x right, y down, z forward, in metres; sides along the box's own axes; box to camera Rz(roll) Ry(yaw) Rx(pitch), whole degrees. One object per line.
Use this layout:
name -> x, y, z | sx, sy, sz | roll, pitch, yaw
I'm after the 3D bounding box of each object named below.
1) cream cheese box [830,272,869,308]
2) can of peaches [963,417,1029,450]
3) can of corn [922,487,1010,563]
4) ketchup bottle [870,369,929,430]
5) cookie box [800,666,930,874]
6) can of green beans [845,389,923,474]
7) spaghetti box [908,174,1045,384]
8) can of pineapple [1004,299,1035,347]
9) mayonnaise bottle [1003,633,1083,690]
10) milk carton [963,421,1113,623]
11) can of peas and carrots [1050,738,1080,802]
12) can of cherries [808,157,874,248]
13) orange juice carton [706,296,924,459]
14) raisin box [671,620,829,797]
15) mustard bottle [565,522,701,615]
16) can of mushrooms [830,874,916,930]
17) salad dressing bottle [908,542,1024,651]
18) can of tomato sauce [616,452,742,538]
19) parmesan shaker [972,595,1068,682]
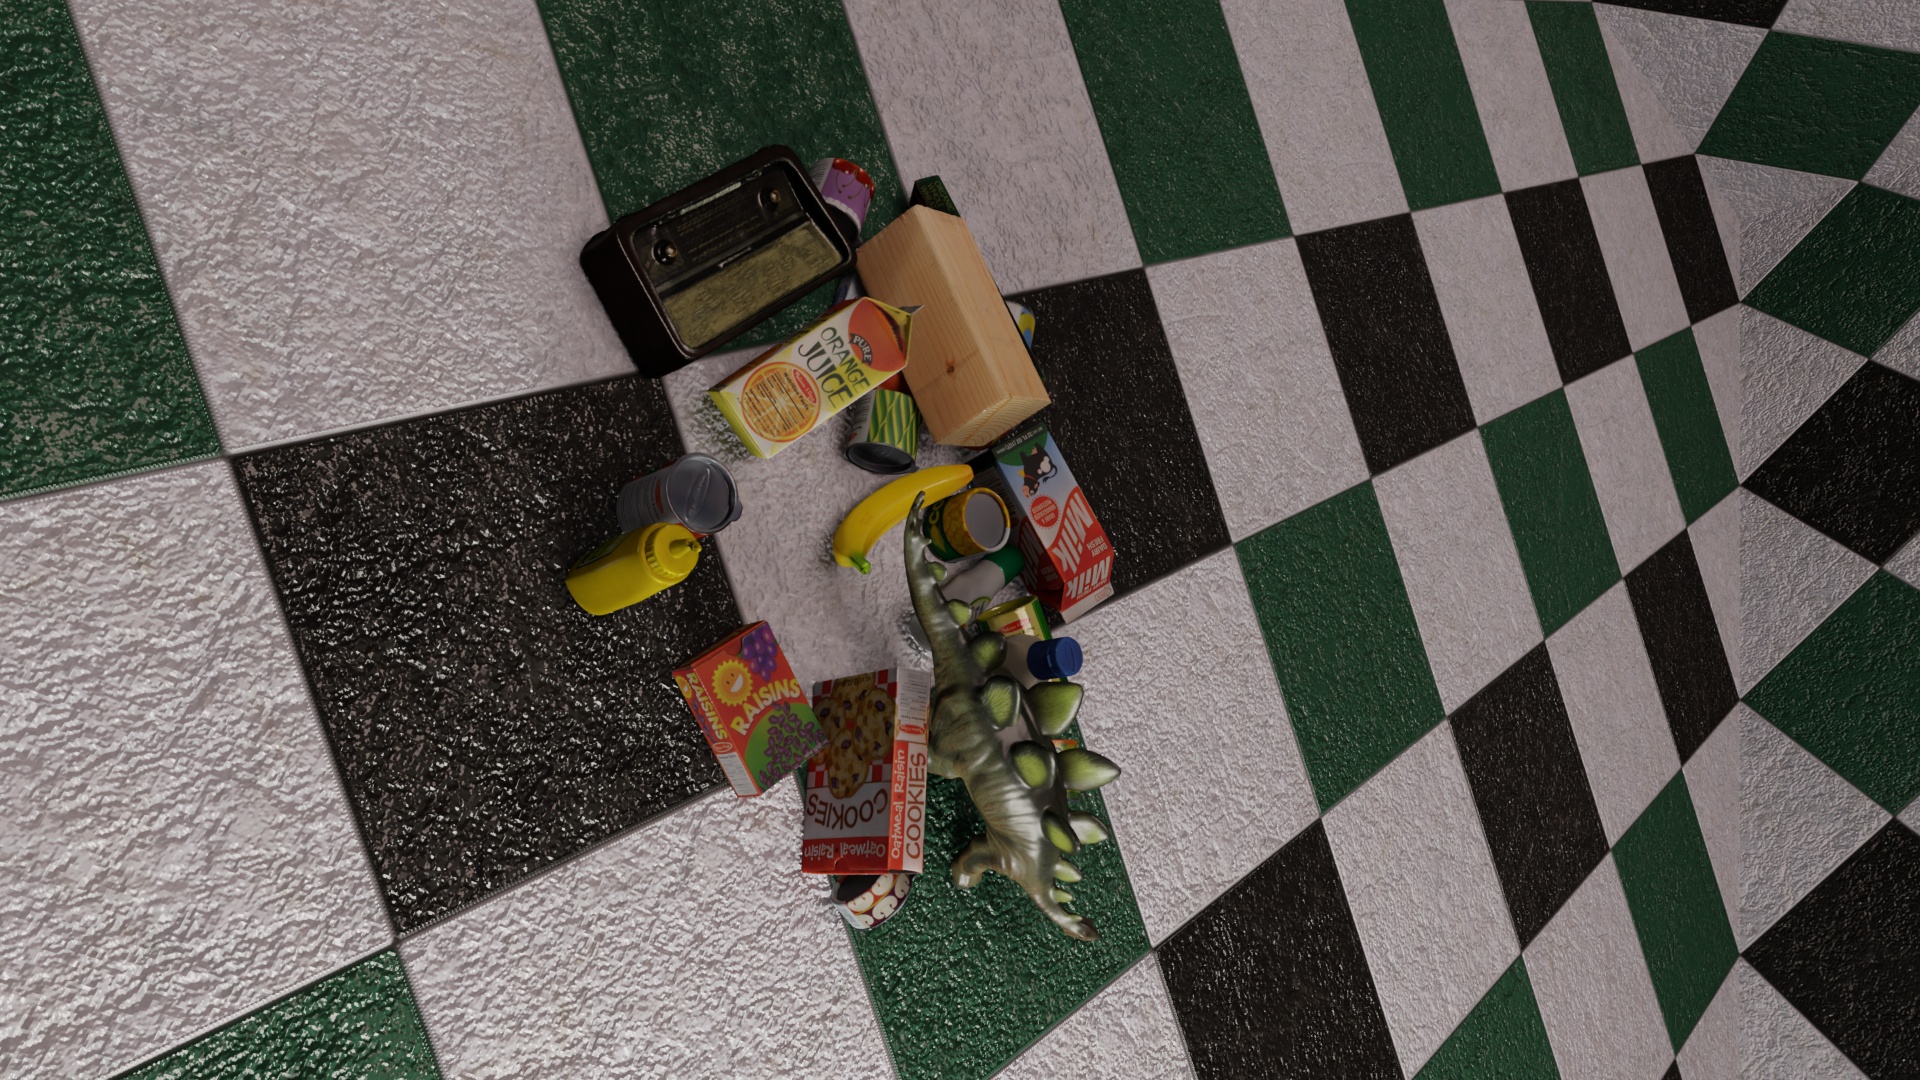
cream cheese box -> -0.079, -0.210, 1.354 | 0.103, 0.024, 0.053 | 34, 57, -32
can of peaches -> 0.026, -0.130, 1.399 | 0.058, 0.071, 0.071 | -38, 105, -41
can of corn -> 0.005, -0.017, 1.357 | 0.071, 0.058, 0.071 | 13, 71, -40
ketchup bottle -> -0.074, -0.158, 1.323 | 0.148, 0.065, 0.043 | 36, 98, -35
cookie box -> -0.081, 0.198, 1.177 | 0.040, 0.122, 0.168 | 16, 69, -38
can of green beans -> -0.070, -0.102, 1.305 | 0.071, 0.071, 0.058 | 26, 62, -35
spaghetti box -> 0.014, -0.249, 1.382 | 0.029, 0.050, 0.250 | -22, 75, -16
can of pineapple -> 0.041, -0.206, 1.436 | 0.071, 0.071, 0.058 | 28, 62, -35
mayonnaise bottle -> 0.050, 0.117, 1.301 | 0.041, 0.147, 0.065 | -10, 86, -44
milk carton -> 0.086, -0.015, 1.397 | 0.072, 0.073, 0.190 | -30, 92, -29
can of peas and carrots -> 0.082, 0.226, 1.357 | 0.071, 0.071, 0.059 | 12, 71, -40
can of cherries -> -0.118, -0.318, 1.319 | 0.071, 0.071, 0.058 | 34, 57, -32
orange juice carton -> -0.118, -0.154, 1.216 | 0.193, 0.072, 0.073 | -36, 106, -13
raisin box -> -0.175, 0.141, 1.164 | 0.086, 0.040, 0.123 | -33, 101, -41
mustard bottle -> -0.240, 0.016, 1.054 | 0.048, 0.160, 0.066 | 56, 48, -15
can of mushrooms -> -0.075, 0.297, 1.194 | 0.033, 0.071, 0.071 | 53, 50, -17
salad dressing bottle -> 0.009, 0.051, 1.343 | 0.044, 0.064, 0.148 | 37, 45, 13
can of tomato sauce -> -0.229, -0.030, 1.129 | 0.071, 0.083, 0.071 | 13, 71, -40
parmesan shaker -> 0.060, 0.115, 1.371 | 0.071, 0.071, 0.103 | -26, 98, -43
